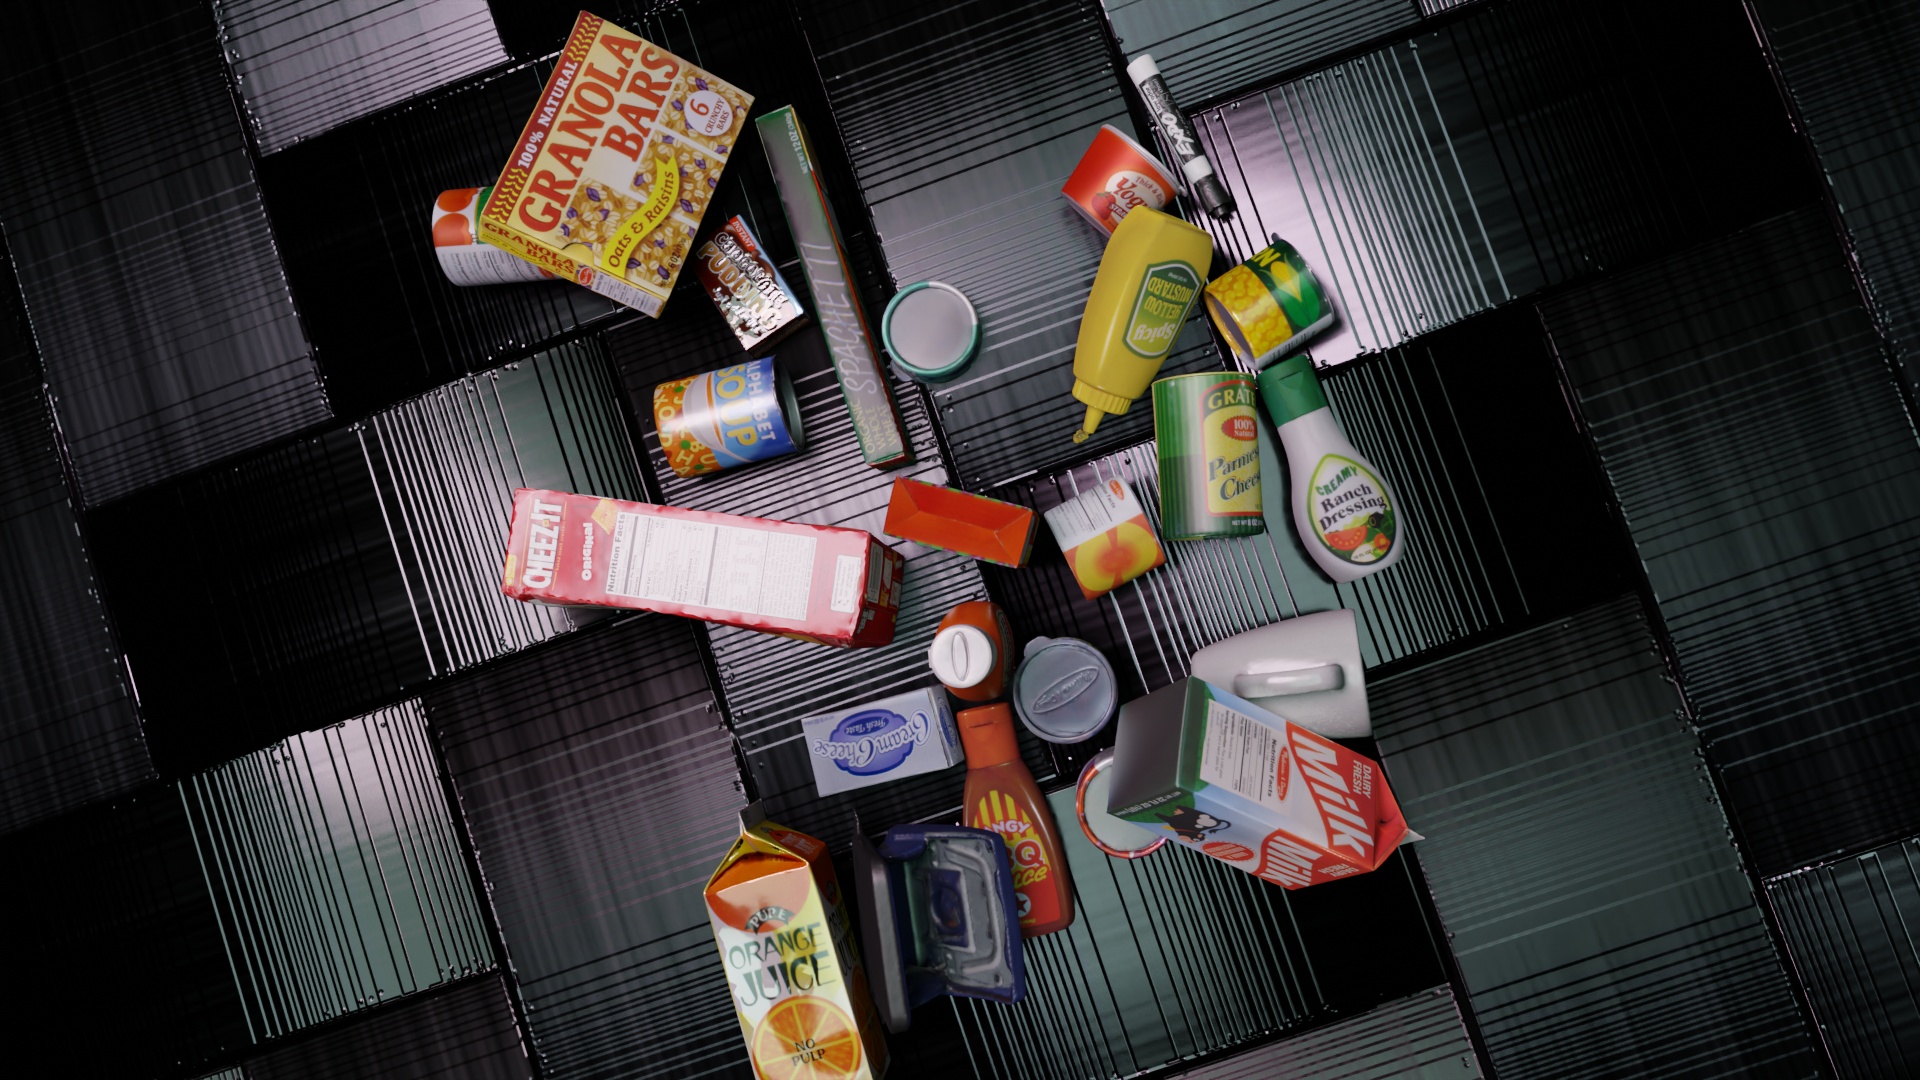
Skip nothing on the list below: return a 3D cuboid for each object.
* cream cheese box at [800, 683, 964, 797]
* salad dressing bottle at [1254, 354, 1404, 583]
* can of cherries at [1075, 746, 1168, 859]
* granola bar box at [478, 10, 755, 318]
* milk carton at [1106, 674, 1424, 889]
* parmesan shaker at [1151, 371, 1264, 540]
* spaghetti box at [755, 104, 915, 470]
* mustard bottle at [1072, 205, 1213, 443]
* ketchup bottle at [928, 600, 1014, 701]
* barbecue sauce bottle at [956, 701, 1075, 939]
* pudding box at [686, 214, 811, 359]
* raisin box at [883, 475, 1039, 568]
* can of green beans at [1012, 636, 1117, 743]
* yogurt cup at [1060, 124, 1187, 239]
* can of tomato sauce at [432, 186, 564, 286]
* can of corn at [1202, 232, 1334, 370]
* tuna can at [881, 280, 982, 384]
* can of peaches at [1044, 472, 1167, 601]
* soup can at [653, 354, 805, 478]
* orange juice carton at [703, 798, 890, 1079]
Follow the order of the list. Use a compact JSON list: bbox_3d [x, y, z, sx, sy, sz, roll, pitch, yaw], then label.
[{"bbox_3d":[-0.052,0.131,0.908,0.103,0.024,0.053,-17,86,25],"label":"cream cheese box"},{"bbox_3d":[0.237,-0.047,0.903,0.064,0.044,0.147,-23,85,2],"label":"salad dressing bottle"},{"bbox_3d":[0.107,0.170,0.893,0.071,0.058,0.071,0,86,5],"label":"can of cherries"},{"bbox_3d":[-0.223,-0.247,0.911,0.124,0.039,0.166,23,71,-16],"label":"granola bar box"},{"bbox_3d":[0.189,0.158,0.850,0.190,0.072,0.074,25,57,-20],"label":"milk carton"},{"bbox_3d":[0.162,-0.053,0.900,0.071,0.071,0.103,-4,87,5],"label":"parmesan shaker"},{"bbox_3d":[-0.083,-0.167,0.933,0.029,0.050,0.250,-19,86,6],"label":"spaghetti box"},{"bbox_3d":[0.110,-0.134,0.907,0.065,0.049,0.159,8,111,-33],"label":"mustard bottle"},{"bbox_3d":[0.007,0.070,0.862,0.043,0.149,0.064,-6,87,6],"label":"ketchup bottle"},{"bbox_3d":[0.030,0.182,0.906,0.065,0.043,0.148,-13,85,11],"label":"barbecue sauce bottle"},{"bbox_3d":[-0.145,-0.173,0.948,0.049,0.030,0.084,-33,85,1],"label":"pudding box"},{"bbox_3d":[0.003,-0.011,0.880,0.086,0.123,0.040,14,90,5],"label":"raisin box"},{"bbox_3d":[0.068,0.096,0.901,0.071,0.058,0.071,0,87,5],"label":"can of green beans"},{"bbox_3d":[0.103,-0.232,0.916,0.072,0.072,0.054,42,99,6],"label":"yogurt cup"},{"bbox_3d":[-0.305,-0.210,0.946,0.083,0.071,0.071,-3,87,5],"label":"can of tomato sauce"},{"bbox_3d":[0.198,-0.154,0.901,0.058,0.071,0.071,-33,85,3],"label":"can of corn"},{"bbox_3d":[-0.021,-0.138,0.935,0.071,0.033,0.071,0,86,4],"label":"tuna can"},{"bbox_3d":[0.095,0.000,0.902,0.058,0.071,0.071,-27,85,3],"label":"can of peaches"},{"bbox_3d":[-0.154,-0.082,0.923,0.084,0.071,0.071,-14,86,4],"label":"soup can"},{"bbox_3d":[-0.110,0.264,0.899,0.073,0.072,0.192,-17,86,3],"label":"orange juice carton"}]
